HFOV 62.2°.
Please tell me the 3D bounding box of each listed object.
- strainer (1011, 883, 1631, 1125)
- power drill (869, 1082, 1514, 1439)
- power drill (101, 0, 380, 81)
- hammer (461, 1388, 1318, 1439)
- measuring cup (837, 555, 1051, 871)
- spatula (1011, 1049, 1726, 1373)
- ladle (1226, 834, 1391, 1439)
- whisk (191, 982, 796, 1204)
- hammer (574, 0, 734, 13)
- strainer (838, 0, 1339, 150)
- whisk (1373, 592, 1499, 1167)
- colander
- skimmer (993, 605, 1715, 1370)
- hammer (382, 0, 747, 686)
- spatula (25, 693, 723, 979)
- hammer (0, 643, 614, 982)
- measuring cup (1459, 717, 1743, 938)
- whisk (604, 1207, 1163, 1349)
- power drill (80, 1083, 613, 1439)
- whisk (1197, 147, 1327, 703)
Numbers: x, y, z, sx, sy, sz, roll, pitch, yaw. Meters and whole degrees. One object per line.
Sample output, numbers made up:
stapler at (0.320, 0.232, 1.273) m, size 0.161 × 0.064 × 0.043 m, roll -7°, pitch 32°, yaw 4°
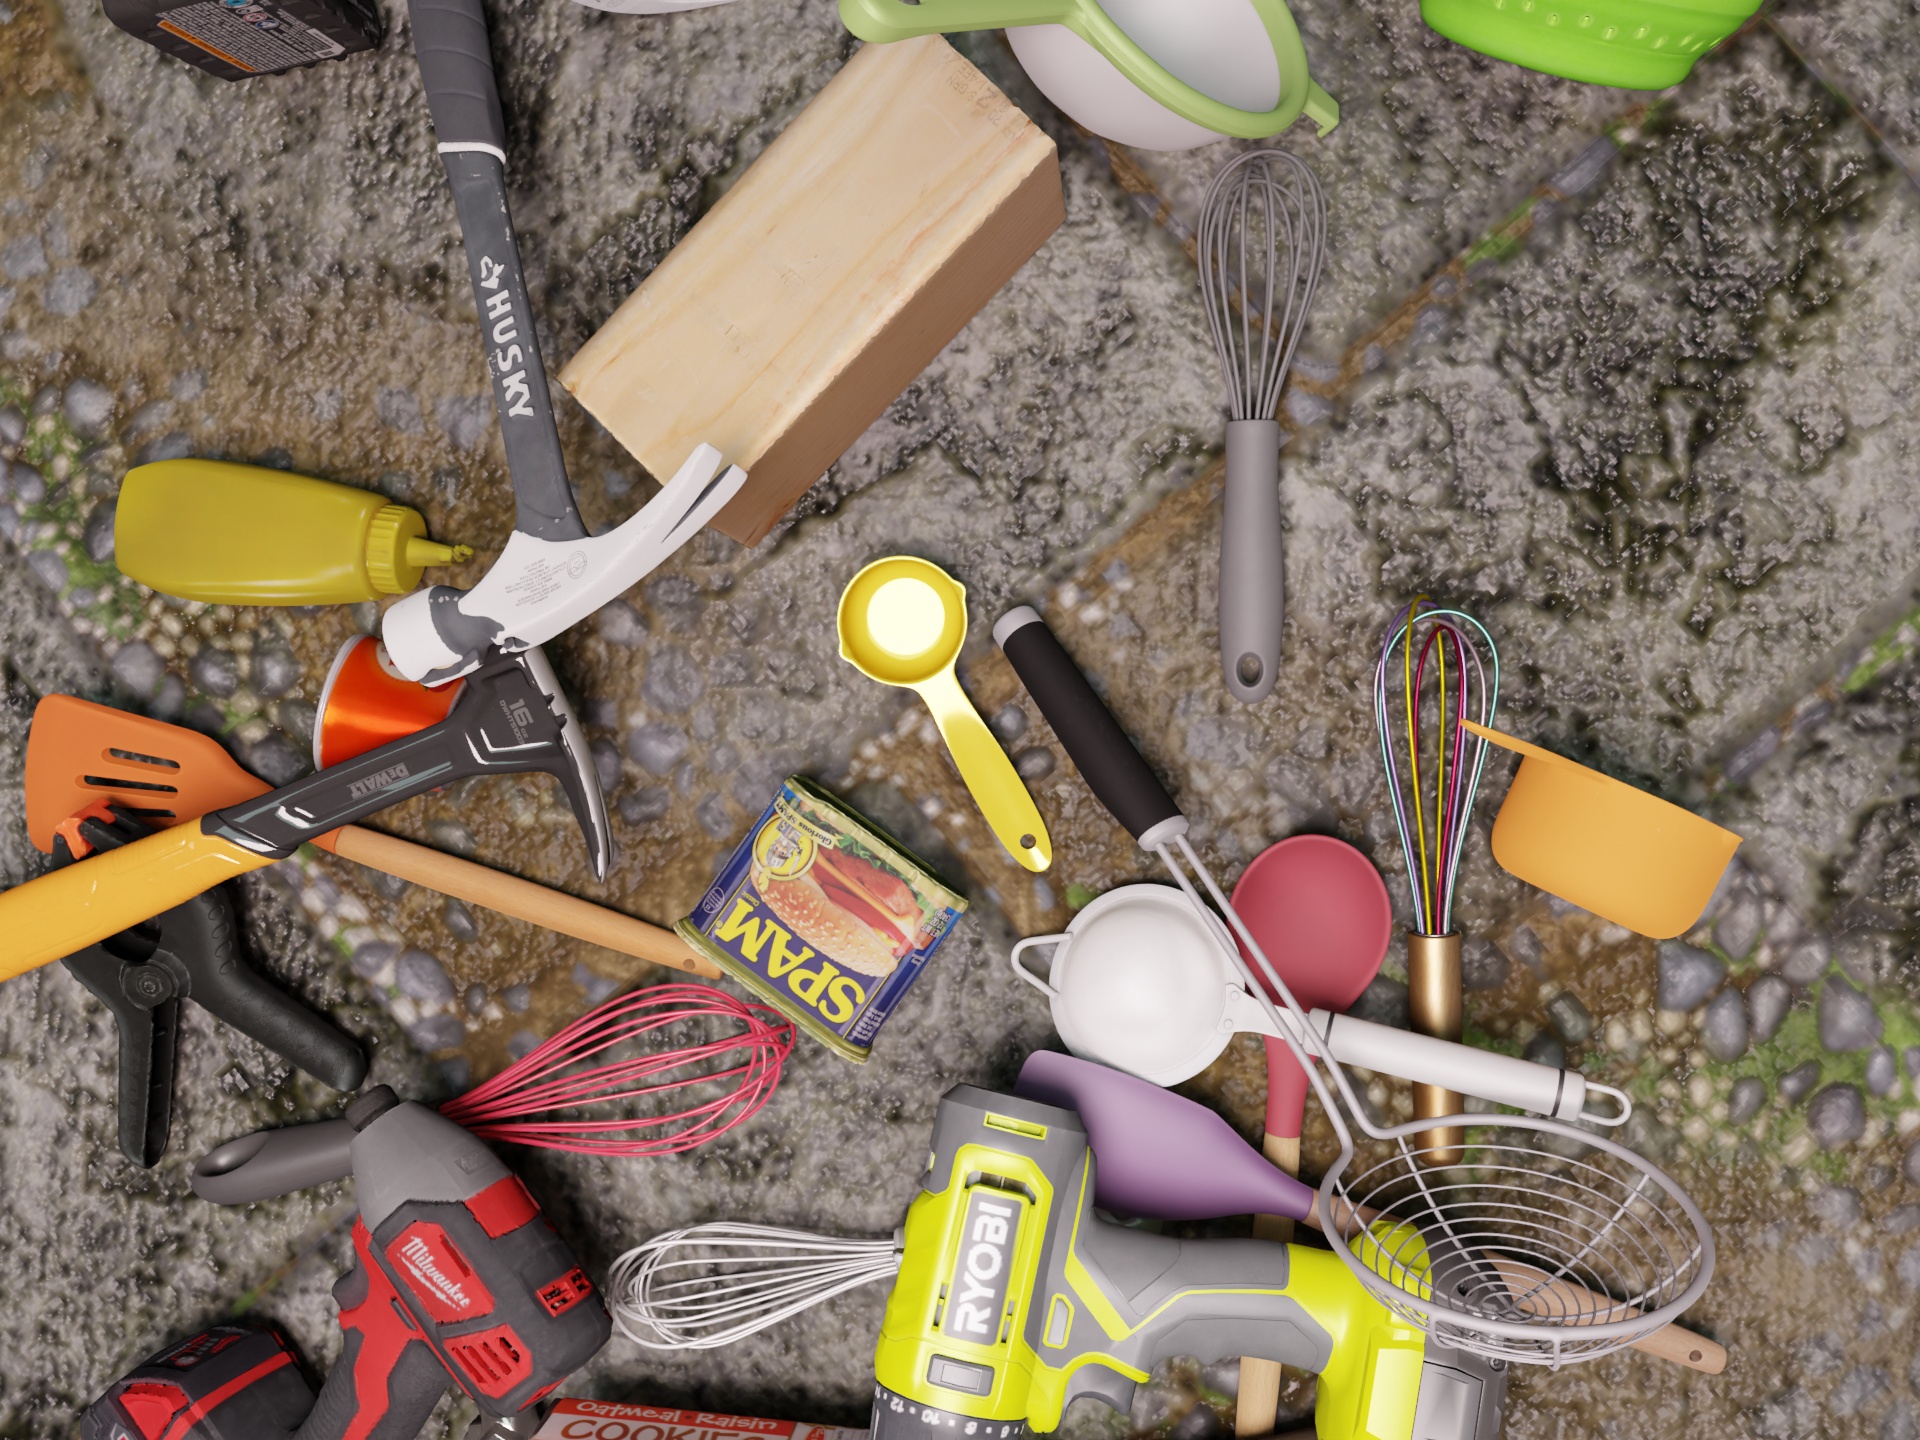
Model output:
strainer at (0.139, 0.124, 0.652) m, size 0.258 × 0.050 × 0.087 m, roll 12°, pitch 81°, yaw 16°
power drill at (0.079, 0.258, 0.611) m, size 0.228 × 0.080 × 0.191 m, roll 13°, pitch 78°, yaw 2°
power drill at (-0.324, -0.403, 0.676) m, size 0.080 × 0.171 × 0.223 m, roll -10°, pitch 97°, yaw 5°
hammer at (-0.016, 0.345, 0.685) m, size 0.410 × 0.038 × 0.146 m, roll -3°, pitch 90°, yaw 8°
measuring cup at (-0.001, -0.002, 0.709) m, size 0.062 × 0.029 × 0.156 m, roll -29°, pitch 99°, yaw 4°
spatula at (0.168, 0.214, 0.666) m, size 0.316 × 0.018 × 0.060 m, roll 20°, pitch 99°, yaw 1°
ladle at (0.138, 0.205, 0.688) m, size 0.069 × 0.031 × 0.315 m, roll 6°, pitch 92°, yaw 10°
whisk at (-0.210, 0.175, 0.706) m, size 0.296 × 0.073 × 0.073 m, roll -15°, pitch 88°, yaw 10°
hammer at (-0.026, -0.379, 0.638) m, size 0.331 × 0.128 × 0.033 m, roll -22°, pitch 88°, yaw 16°
strainer at (0.035, -0.268, 0.627) m, size 0.069 × 0.256 × 0.151 m, roll -38°, pitch 83°, yaw 47°
whisk at (0.204, 0.068, 0.678) m, size 0.051 × 0.047 × 0.245 m, roll -2°, pitch 94°, yaw 4°
colander at (0.181, -0.347, 0.656) m, size 0.397 × 0.204 × 0.094 m, roll 28°, pitch 127°, yaw 20°
skimmer at (0.124, 0.075, 0.606) m, size 0.127 × 0.090 × 0.364 m, roll -16°, pitch 60°, yaw -33°
hammer at (-0.196, -0.222, 0.659) m, size 0.149 × 0.036 × 0.409 m, roll -22°, pitch 69°, yaw 15°
spatula at (-0.261, 0.065, 0.719) m, size 0.322 × 0.041 × 0.081 m, roll 18°, pitch 111°, yaw 4°
hammer at (-0.317, 0.064, 0.669) m, size 0.337 × 0.034 × 0.127 m, roll -21°, pitch 106°, yaw 2°
measuring cup at (0.232, 0.042, 0.619) m, size 0.095 × 0.173 × 0.052 m, roll 29°, pitch 98°, yaw 49°
whisk at (-0.034, 0.234, 0.695) m, size 0.246 × 0.058 × 0.059 m, roll -9°, pitch 123°, yaw 1°
power drill at (-0.260, 0.262, 0.671) m, size 0.219 × 0.078 × 0.143 m, roll -42°, pitch 80°, yaw 16°
whisk at (0.129, -0.126, 0.685) m, size 0.055 × 0.055 × 0.239 m, roll 1°, pitch 94°, yaw 5°
